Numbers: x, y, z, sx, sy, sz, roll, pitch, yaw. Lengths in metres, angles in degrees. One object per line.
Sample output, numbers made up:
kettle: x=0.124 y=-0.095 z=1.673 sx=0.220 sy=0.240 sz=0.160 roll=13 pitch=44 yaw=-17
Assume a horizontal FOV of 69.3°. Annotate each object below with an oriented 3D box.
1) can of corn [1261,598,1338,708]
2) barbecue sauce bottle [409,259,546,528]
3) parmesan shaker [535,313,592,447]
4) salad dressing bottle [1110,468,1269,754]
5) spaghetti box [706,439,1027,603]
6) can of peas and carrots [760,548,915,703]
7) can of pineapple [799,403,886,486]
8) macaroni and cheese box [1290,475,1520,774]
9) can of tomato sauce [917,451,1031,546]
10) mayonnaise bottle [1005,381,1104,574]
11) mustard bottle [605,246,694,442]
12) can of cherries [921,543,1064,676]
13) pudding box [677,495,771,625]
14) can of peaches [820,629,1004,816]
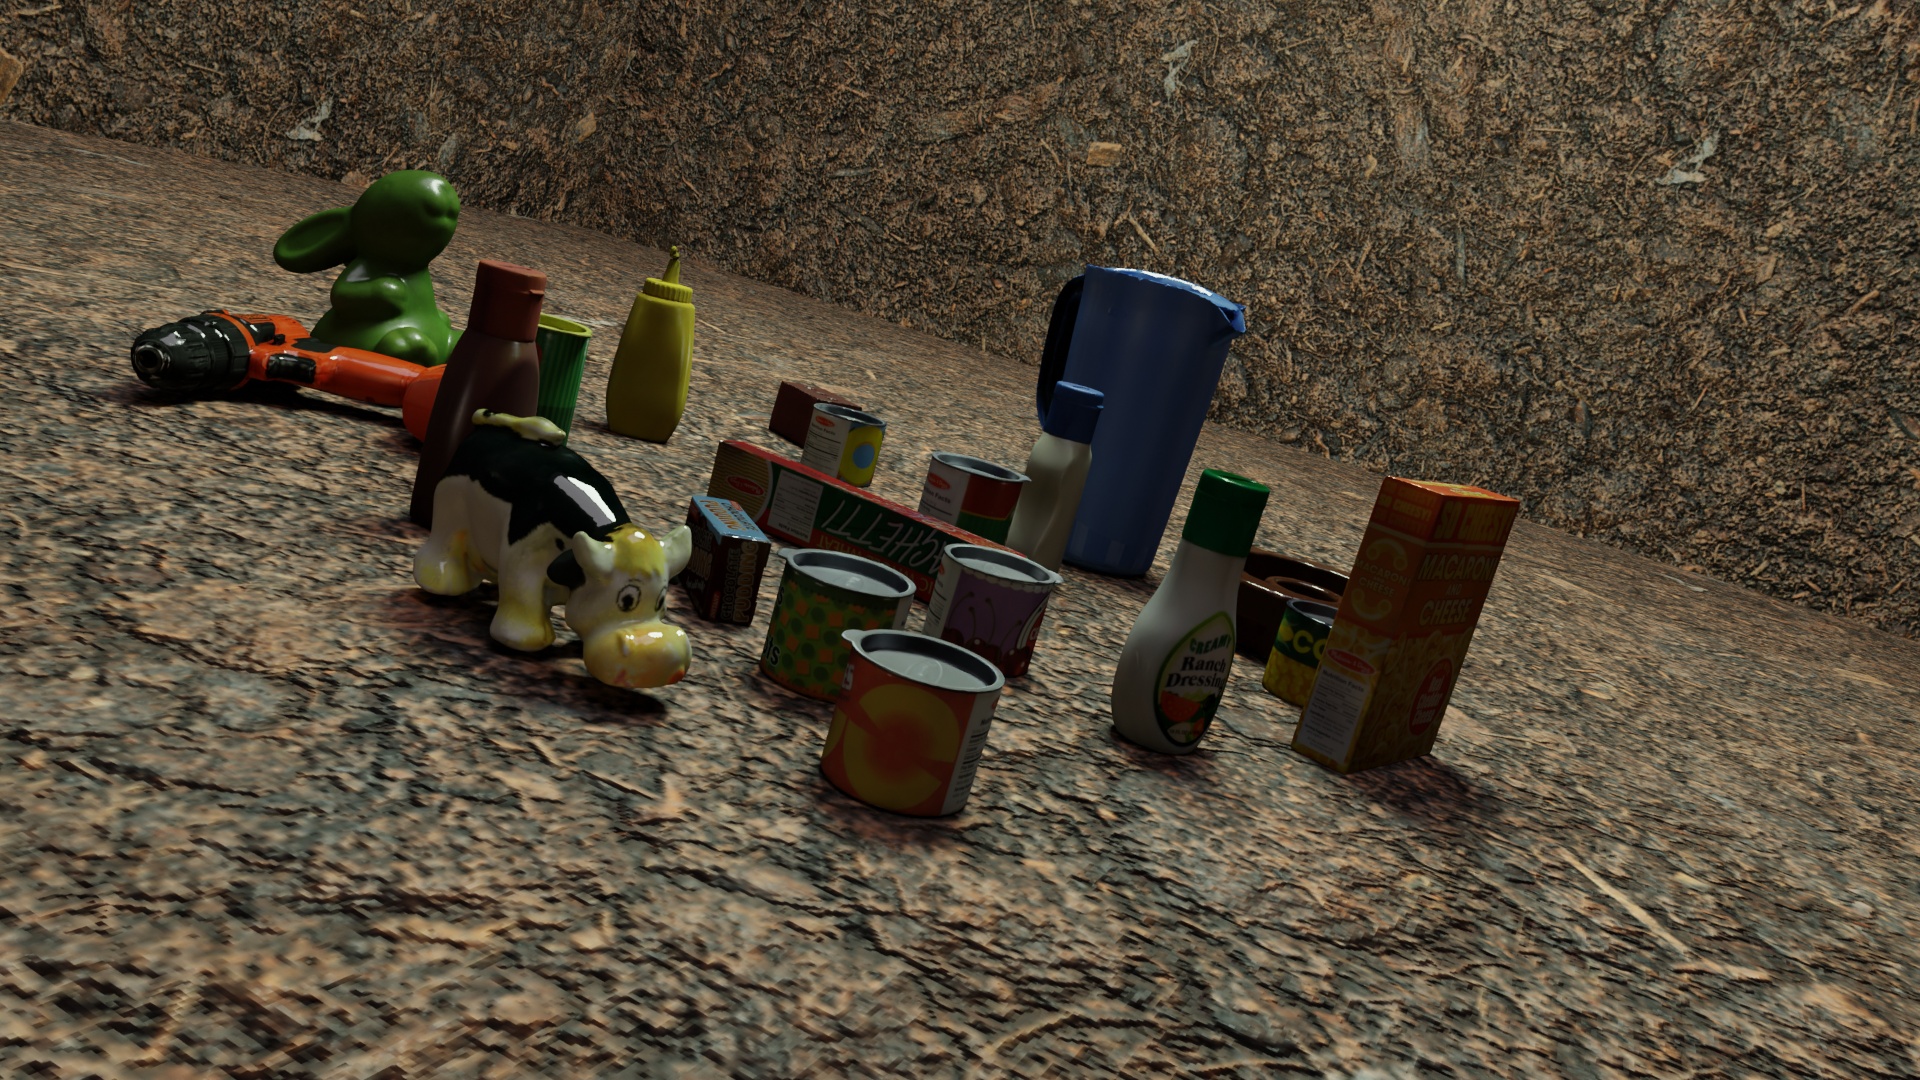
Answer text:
can of corn: x=0.237 y=0.077 z=0.909 sx=0.071 sy=0.058 sz=0.071 roll=15 pitch=12 yaw=-3
barbecue sauce bottle: x=-0.262 y=-0.079 z=0.772 sx=0.044 sy=0.148 sz=0.065 roll=19 pitch=12 yaw=18
parmesan shaker: x=-0.290 y=-0.098 z=0.934 sx=0.071 sy=0.103 sz=0.071 roll=15 pitch=11 yaw=-3
salad dressing bottle: x=0.123 y=0.037 z=0.731 sx=0.064 sy=0.147 sz=0.044 roll=7 pitch=14 yaw=-36
spaghetti box: x=-0.068 y=-0.007 z=0.928 sx=0.250 sy=0.050 sz=0.029 roll=22 pitch=13 yaw=29
can of peas and carrots: x=-0.064 y=0.041 z=0.689 sx=0.071 sy=0.058 sz=0.071 roll=15 pitch=12 yaw=-3
can of pineapple: x=-0.102 y=-0.084 z=1.218 sx=0.071 sy=0.057 sz=0.071 roll=15 pitch=12 yaw=-3
macaroni and cheese box: x=0.262 y=0.048 z=0.814 sx=0.040 sy=0.166 sz=0.124 roll=24 pitch=14 yaw=38
can of tomato sauce: x=0.003 y=-0.012 z=0.962 sx=0.071 sy=0.083 sz=0.071 roll=15 pitch=11 yaw=-3
mayonnaise bottle: x=0.068 y=-0.042 z=1.022 sx=0.041 sy=0.147 sz=0.065 roll=20 pitch=12 yaw=22
mustard bottle: x=-0.250 y=-0.164 z=1.149 sx=0.065 sy=0.159 sz=0.049 roll=13 pitch=12 yaw=-14
can of cherries: x=0.018 y=0.040 z=0.798 sx=0.071 sy=0.058 sz=0.071 roll=15 pitch=12 yaw=-3
pudding box: x=-0.133 y=0.009 z=0.770 sx=0.030 sy=0.049 sz=0.084 roll=10 pitch=13 yaw=-25
can of peaches: x=-0.023 y=0.075 z=0.586 sx=0.071 sy=0.058 sz=0.071 roll=15 pitch=12 yaw=-3
